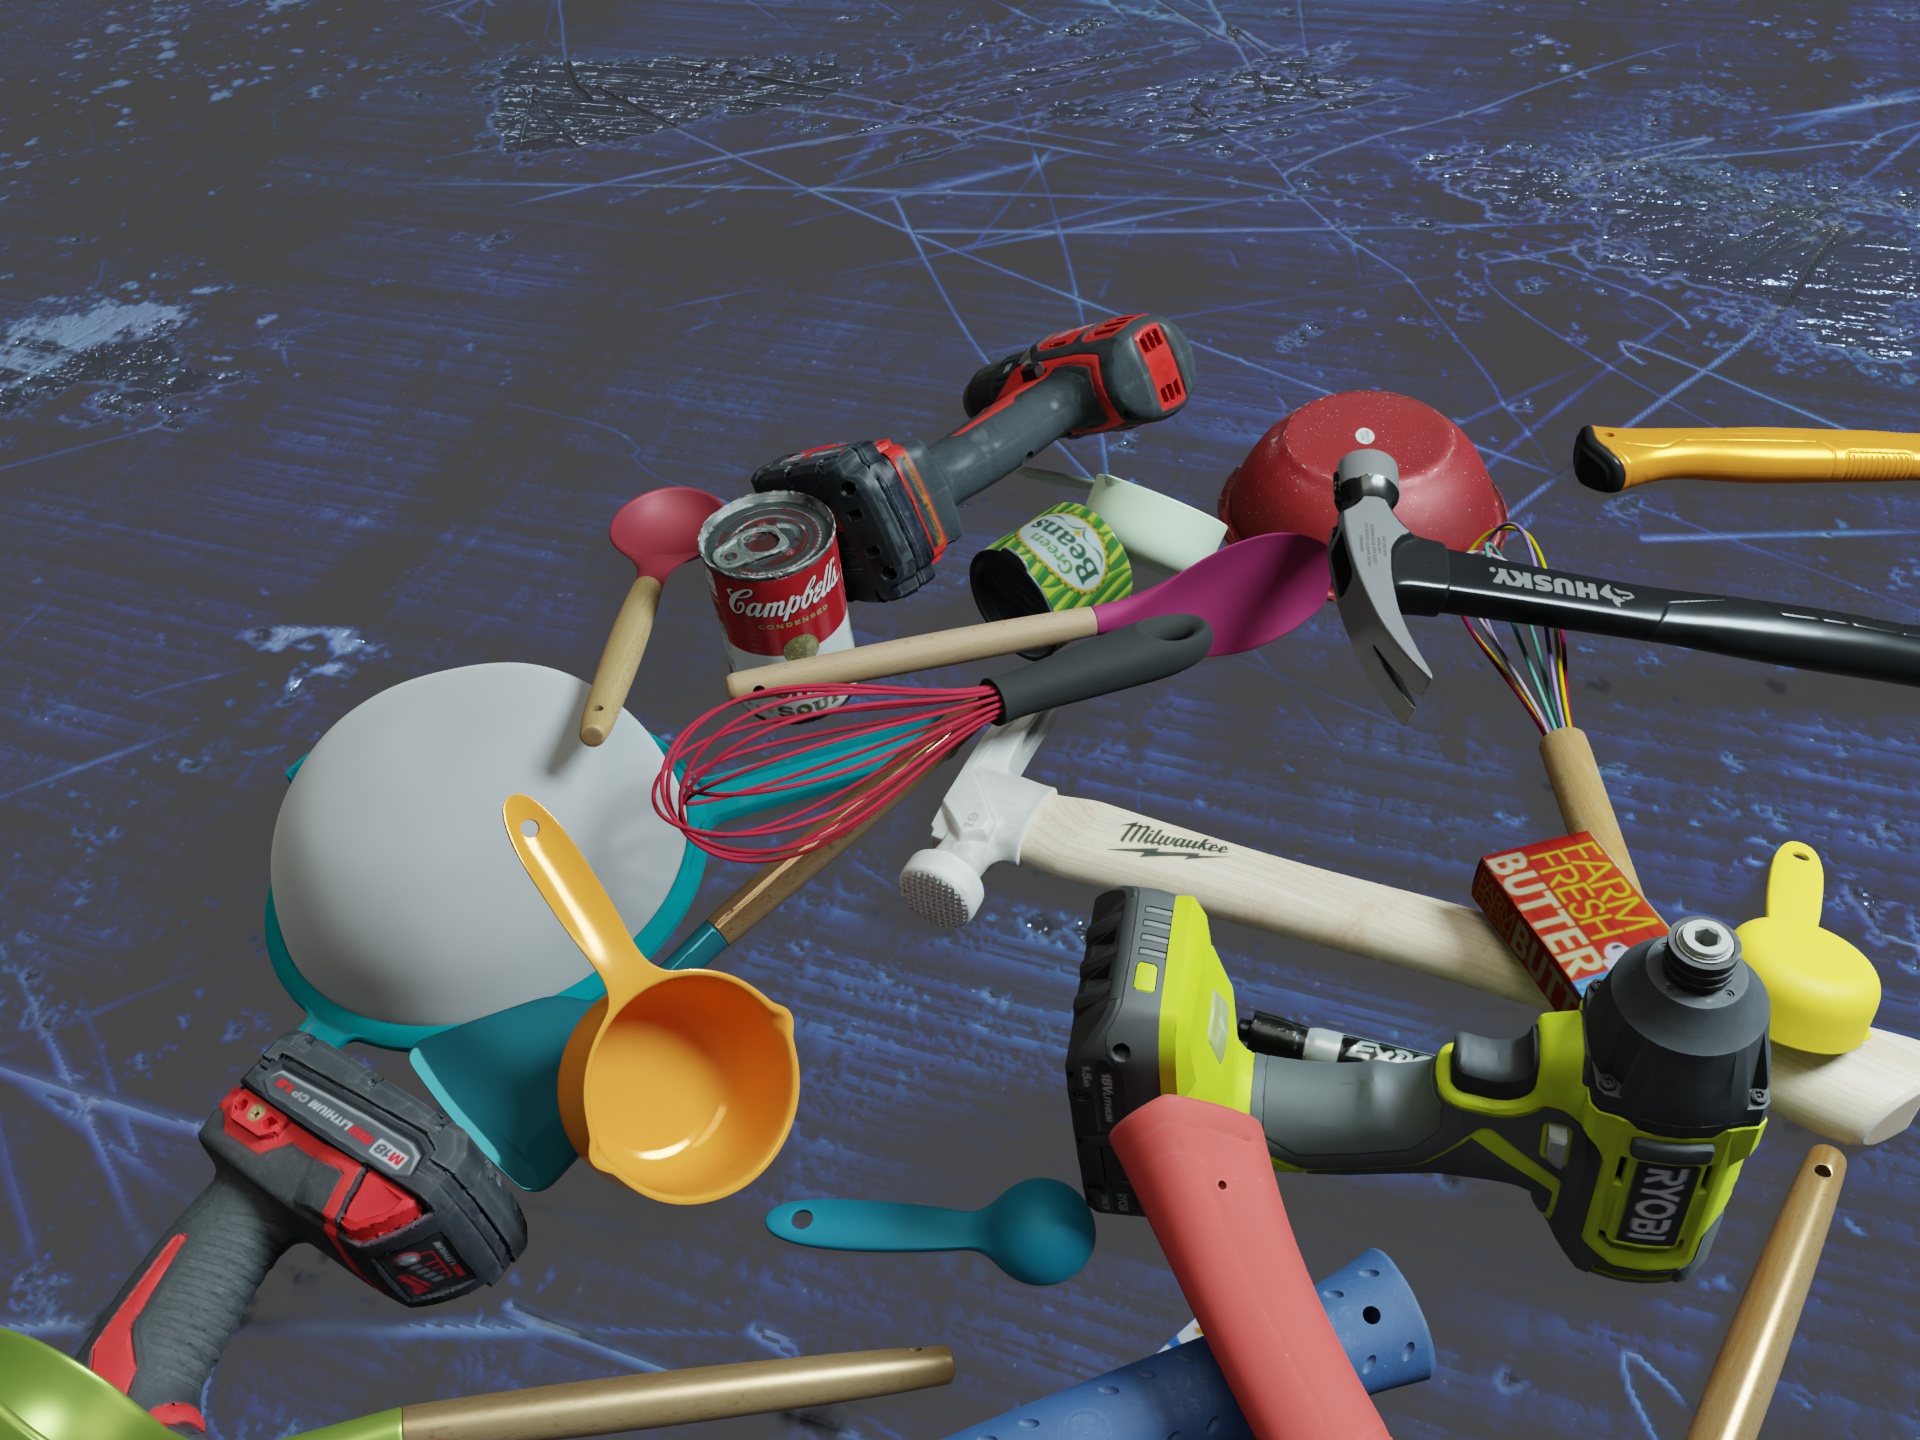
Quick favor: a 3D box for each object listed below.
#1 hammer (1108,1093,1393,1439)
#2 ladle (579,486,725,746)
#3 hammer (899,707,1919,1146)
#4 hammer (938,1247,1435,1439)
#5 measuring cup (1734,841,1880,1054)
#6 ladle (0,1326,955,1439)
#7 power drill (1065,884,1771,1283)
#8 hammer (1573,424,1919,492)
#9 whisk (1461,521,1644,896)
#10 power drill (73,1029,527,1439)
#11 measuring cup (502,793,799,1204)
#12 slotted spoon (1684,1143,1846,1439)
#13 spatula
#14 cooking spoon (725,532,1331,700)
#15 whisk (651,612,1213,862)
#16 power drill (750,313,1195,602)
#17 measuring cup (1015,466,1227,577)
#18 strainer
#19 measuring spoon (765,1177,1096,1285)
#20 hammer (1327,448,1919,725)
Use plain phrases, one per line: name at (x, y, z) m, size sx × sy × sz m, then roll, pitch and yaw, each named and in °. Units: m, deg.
hammer at (0.129, 0.271, 0.430) m, size 0.149 × 0.036 × 0.359 m, roll -21°, pitch 64°, yaw -16°
ladle at (-0.162, -0.060, 0.814) m, size 0.069 × 0.031 × 0.316 m, roll -2°, pitch 25°, yaw -2°
hammer at (0.186, 0.081, 0.686) m, size 0.411 × 0.038 × 0.146 m, roll 16°, pitch 47°, yaw 21°
hammer at (-0.043, 0.255, 0.477) m, size 0.405 × 0.035 × 0.144 m, roll -17°, pitch 52°, yaw -11°
measuring cup at (0.341, 0.078, 0.645) m, size 0.062 × 0.029 × 0.156 m, roll 20°, pitch 33°, yaw 20°
ladle at (-0.153, 0.215, 0.517) m, size 0.320 × 0.078 × 0.062 m, roll 2°, pitch 83°, yaw -21°
power drill at (0.155, 0.122, 0.556) m, size 0.223 × 0.171 × 0.080 m, roll 2°, pitch 45°, yaw 14°
hammer at (0.517, -0.152, 0.884) m, size 0.337 × 0.034 × 0.127 m, roll 1°, pitch 46°, yaw 8°
whisk at (0.281, -0.004, 0.764) m, size 0.047 × 0.051 × 0.245 m, roll -18°, pitch 46°, yaw 18°
power drill at (-0.266, 0.232, 0.561) m, size 0.143 × 0.078 × 0.220 m, roll 22°, pitch 54°, yaw 26°
measuring cup at (-0.134, 0.106, 0.619) m, size 0.095 × 0.173 × 0.052 m, roll -34°, pitch 7°, yaw -32°
slotted spoon at (0.234, 0.254, 0.512) m, size 0.070 × 0.031 × 0.314 m, roll 23°, pitch 50°, yaw 30°
spatula at (-0.088, 0.075, 0.706) m, size 0.082 × 0.044 × 0.317 m, roll 41°, pitch 66°, yaw 18°
cooking spoon at (0.041, -0.045, 0.788) m, size 0.319 × 0.068 × 0.017 m, roll -11°, pitch 37°, yaw -15°
whisk at (-0.001, -0.002, 0.725) m, size 0.296 × 0.073 × 0.073 m, roll -19°, pitch 45°, yaw -27°
power drill at (-0.001, -0.153, 0.888) m, size 0.227 × 0.080 × 0.188 m, roll -34°, pitch 20°, yaw -24°
measuring cup at (0.077, -0.114, 0.893) m, size 0.083 × 0.038 × 0.168 m, roll 18°, pitch 5°, yaw -38°
strainer at (-0.168, 0.024, 0.743) m, size 0.340 × 0.095 × 0.211 m, roll -15°, pitch 45°, yaw -7°
measuring spoon at (-0.013, 0.190, 0.607) m, size 0.128 × 0.021 × 0.042 m, roll 0°, pitch 45°, yaw 6°
hammer at (0.341, -0.044, 0.749) m, size 0.334 × 0.035 × 0.146 m, roll 9°, pitch 52°, yaw -2°
